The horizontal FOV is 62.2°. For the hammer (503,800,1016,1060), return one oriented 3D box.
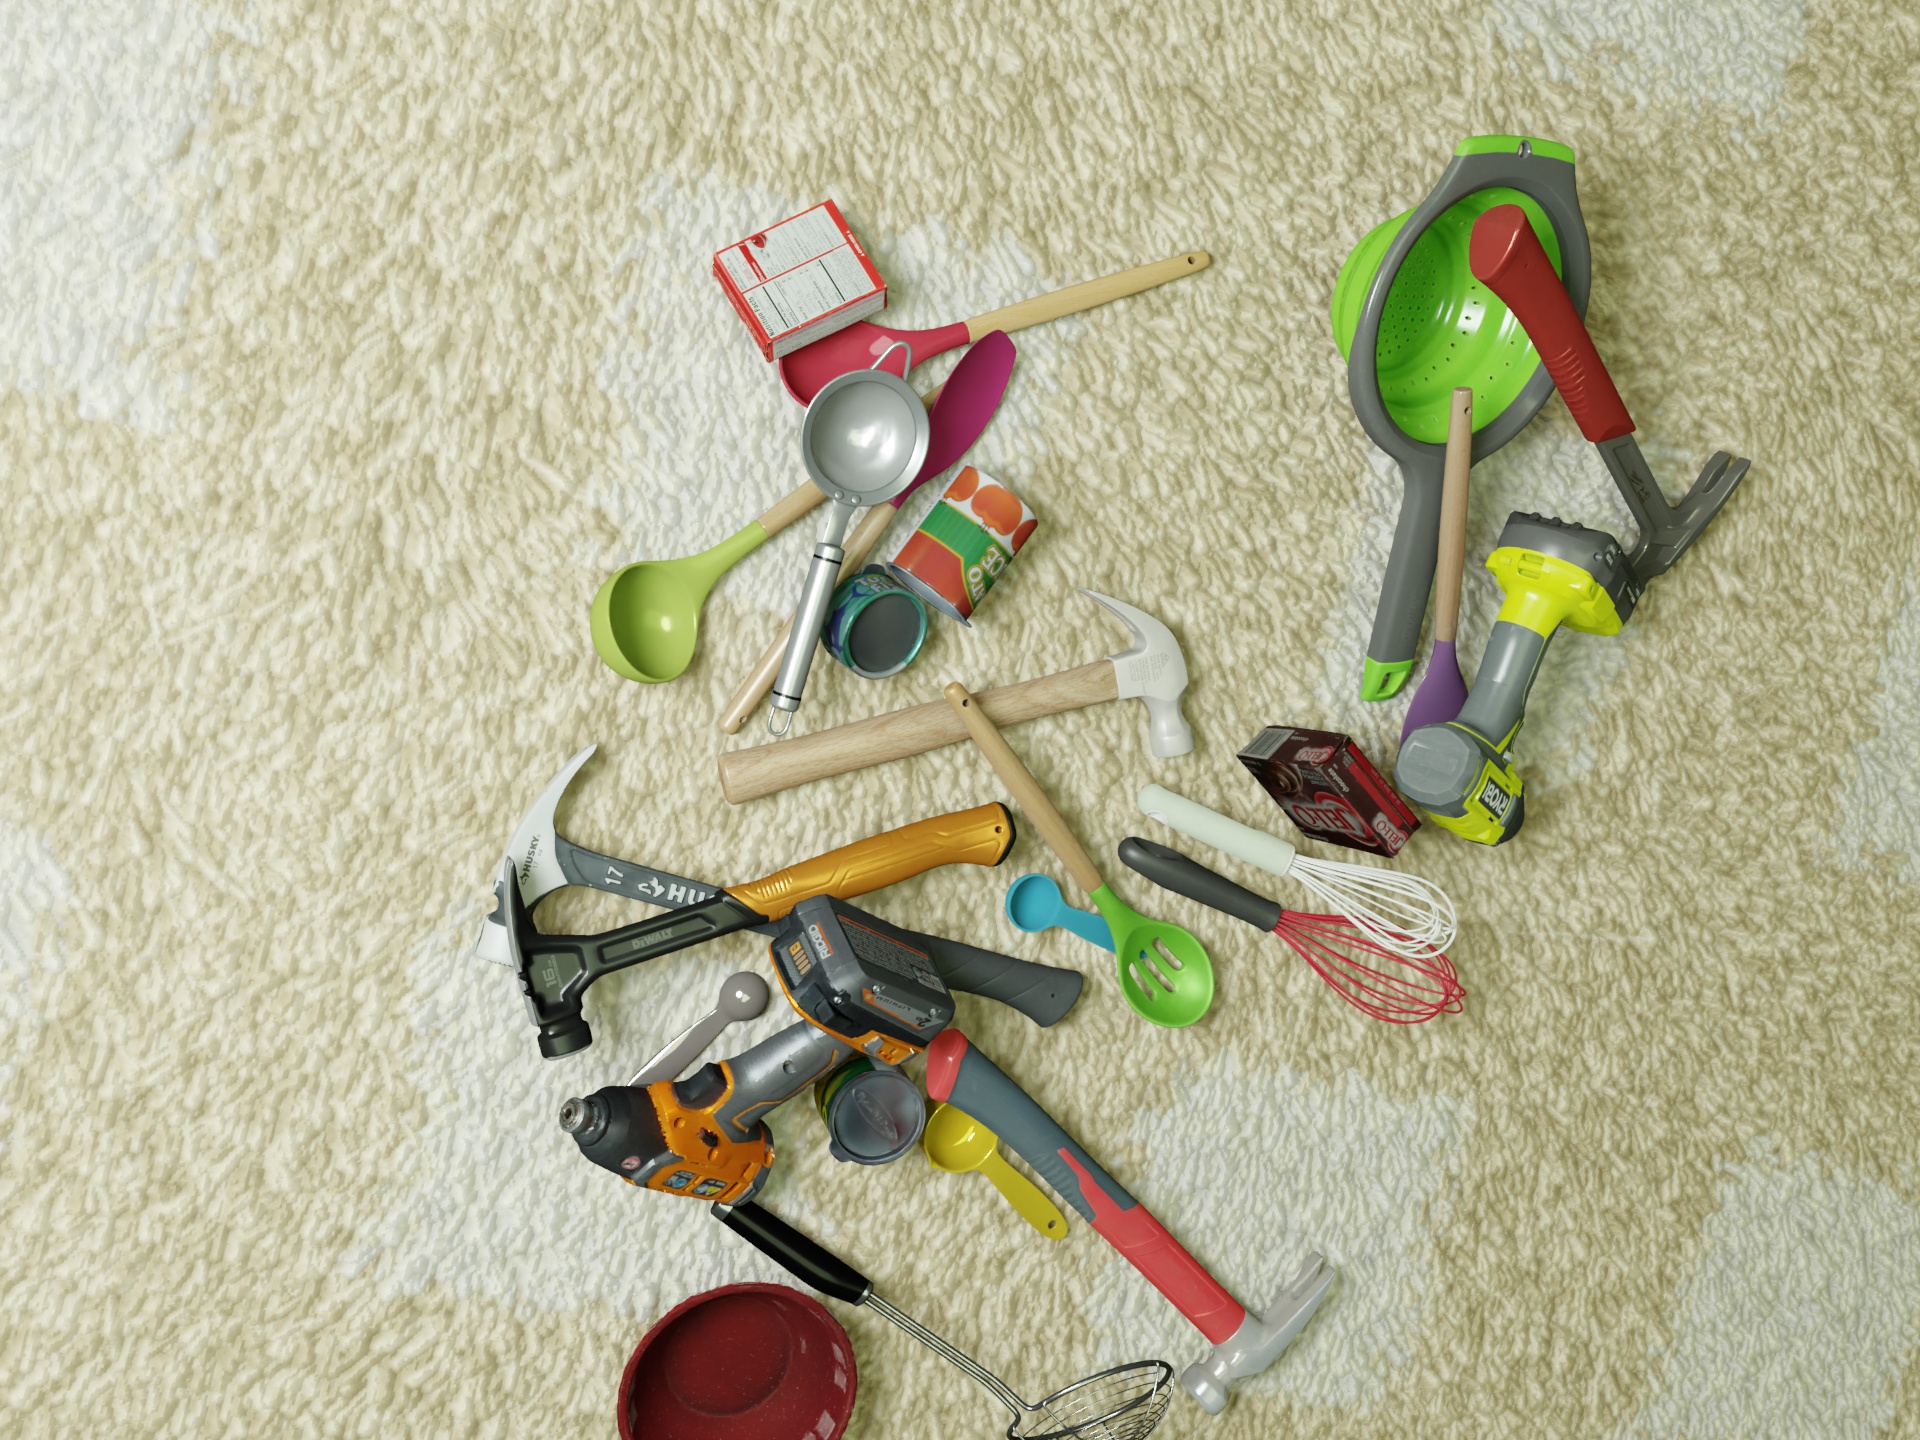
[{"bbox_3d":[-0.120,0.105,1.026,0.337,0.034,0.127,-16,95,-20],"label":"hammer"}]

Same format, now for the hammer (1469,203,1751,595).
[{"bbox_3d":[0.448,-0.230,1.110,0.149,0.037,0.358,-50,129,-1],"label":"hammer"}]

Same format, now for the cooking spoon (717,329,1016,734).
[{"bbox_3d":[-0.063,-0.122,1.045,0.017,0.068,0.319,36,92,27],"label":"cooking spoon"}]

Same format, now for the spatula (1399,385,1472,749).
[{"bbox_3d":[0.344,-0.082,1.131,0.059,0.018,0.315,-14,119,-16],"label":"spatula"}]

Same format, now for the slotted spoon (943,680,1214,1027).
[{"bbox_3d":[0.081,0.094,1.101,0.070,0.031,0.313,-43,112,-16],"label":"slotted spoon"}]

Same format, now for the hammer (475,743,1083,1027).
[{"bbox_3d":[-0.102,0.135,1.068,0.408,0.036,0.149,18,84,-19],"label":"hammer"}]

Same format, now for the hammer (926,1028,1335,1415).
[{"bbox_3d":[0.119,0.340,1.140,0.143,0.038,0.386,-45,112,-7],"label":"hammer"}]

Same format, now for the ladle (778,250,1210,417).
[{"bbox_3d":[0.027,-0.268,1.060,0.315,0.031,0.069,-20,92,-14],"label":"ladle"}]

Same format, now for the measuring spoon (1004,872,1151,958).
[{"bbox_3d":[0.083,0.144,1.138,0.128,0.021,0.042,26,85,-26],"label":"measuring spoon"}]

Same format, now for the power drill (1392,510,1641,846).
[{"bbox_3d":[0.401,-0.022,1.146,0.171,0.080,0.223,29,85,-51],"label":"power drill"}]

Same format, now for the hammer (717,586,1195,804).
[{"bbox_3d":[-0.002,-0.003,1.083,0.331,0.031,0.130,-14,101,-13],"label":"hammer"}]

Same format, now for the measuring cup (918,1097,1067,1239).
[{"bbox_3d":[0.025,0.321,1.140,0.062,0.029,0.156,-44,115,-9],"label":"measuring cup"}]

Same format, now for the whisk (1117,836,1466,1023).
[{"bbox_3d":[0.243,0.152,1.161,0.295,0.073,0.073,25,90,-12],"label":"whisk"}]

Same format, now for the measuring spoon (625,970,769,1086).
[{"bbox_3d":[-0.178,0.217,1.068,0.124,0.018,0.034,-41,106,-9],"label":"measuring spoon"}]

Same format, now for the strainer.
[{"bbox_3d":[-0.082,-0.114,1.002,0.086,0.050,0.258,14,96,-29],"label":"strainer"}]

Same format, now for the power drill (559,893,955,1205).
[{"bbox_3d":[-0.132,0.213,0.995,0.226,0.084,0.164,-43,139,13],"label":"power drill"}]

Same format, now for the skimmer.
[{"bbox_3d":[-0.012,0.418,1.129,0.363,0.090,0.127,36,122,-6],"label":"skimmer"}]

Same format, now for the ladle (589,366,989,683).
[{"bbox_3d":[-0.103,-0.137,1.026,0.320,0.062,0.078,-38,120,-11],"label":"ladle"}]

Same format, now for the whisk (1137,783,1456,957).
[{"bbox_3d":[0.240,0.102,1.133,0.246,0.057,0.059,24,68,0],"label":"whisk"}]

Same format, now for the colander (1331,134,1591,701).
[{"bbox_3d":[0.314,-0.209,1.123,0.204,0.095,0.396,-7,118,-29],"label":"colander"}]
